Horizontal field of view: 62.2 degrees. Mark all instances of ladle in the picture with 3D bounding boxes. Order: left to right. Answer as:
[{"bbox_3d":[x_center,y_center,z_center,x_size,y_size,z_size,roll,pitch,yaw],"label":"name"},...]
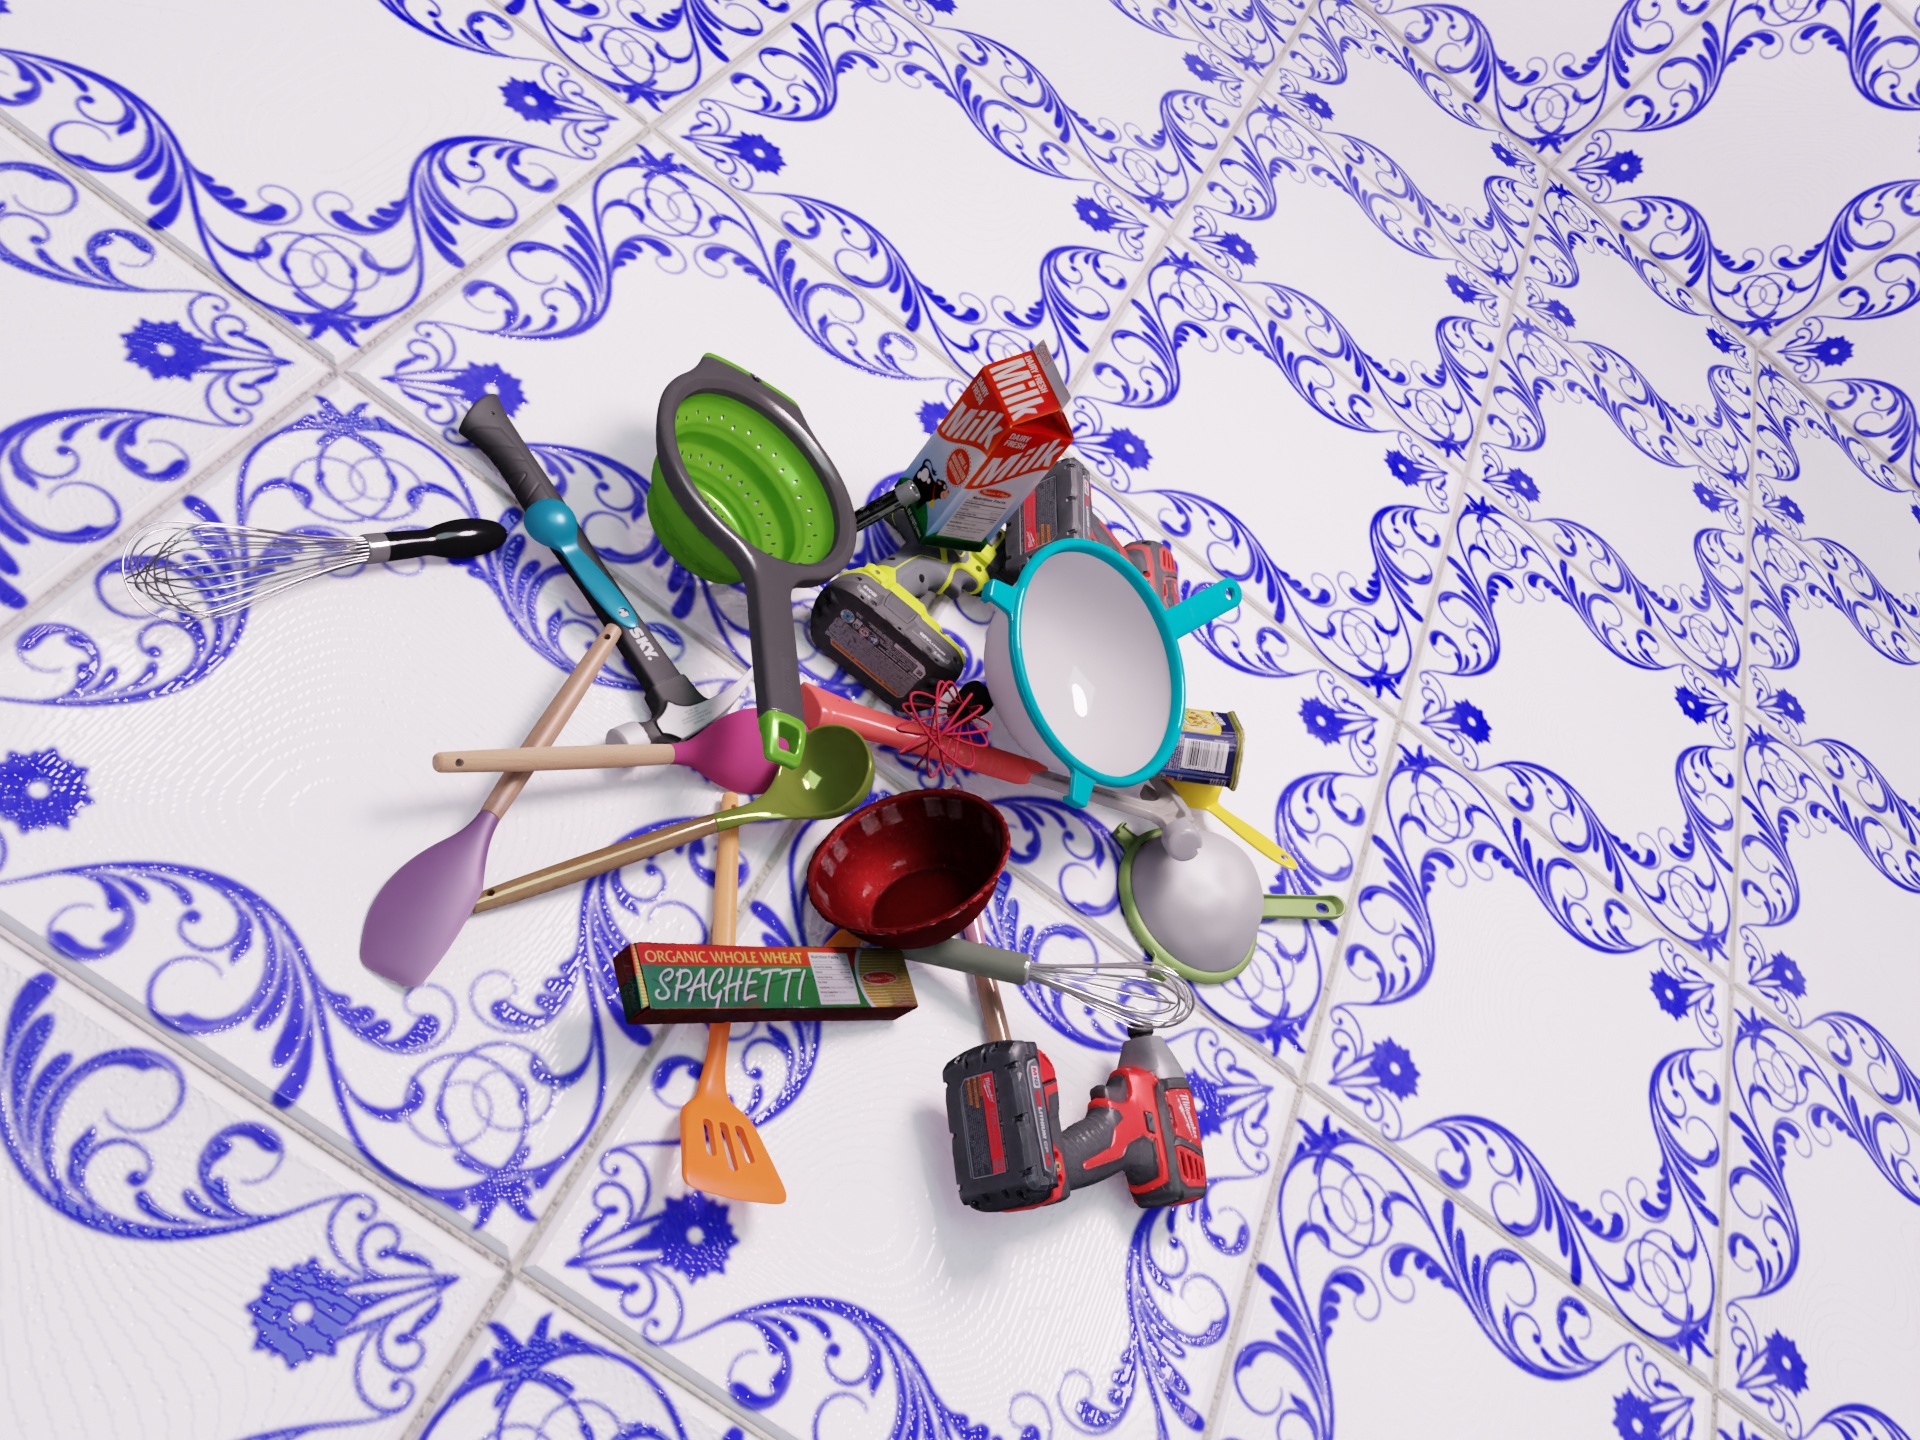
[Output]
[{"bbox_3d":[-0.203,0.075,1.160,0.320,0.062,0.078,-18,50,-32],"label":"ladle"}]

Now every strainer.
[{"bbox_3d":[0.128,-0.060,1.383,0.340,0.095,0.211,-28,97,-46],"label":"strainer"},{"bbox_3d":[0.264,0.156,1.432,0.256,0.069,0.152,5,58,-30],"label":"strainer"}]

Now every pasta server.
[{"bbox_3d":[0.020,0.202,1.256,0.060,0.040,0.316,-10,65,-8],"label":"pasta server"}]

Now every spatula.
[{"bbox_3d":[-0.321,0.047,1.120,0.060,0.018,0.316,28,55,-2],"label":"spatula"},{"bbox_3d":[-0.165,0.188,1.137,0.081,0.041,0.323,23,48,-33],"label":"spatula"}]

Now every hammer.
[{"bbox_3d":[-0.294,-0.124,1.265,0.146,0.035,0.335,-26,77,-42],"label":"hammer"},{"bbox_3d":[0.029,0.033,1.357,0.359,0.036,0.149,17,16,-15],"label":"hammer"}]

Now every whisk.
[{"bbox_3d":[-0.452,-0.121,1.142,0.284,0.070,0.070,-16,70,-45],"label":"whisk"},{"bbox_3d":[-0.002,-0.004,1.271,0.073,0.073,0.296,46,11,0],"label":"whisk"},{"bbox_3d":[0.059,0.195,1.229,0.246,0.059,0.058,12,31,5],"label":"whisk"}]

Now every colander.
[{"bbox_3d":[-0.180,-0.114,1.272,0.204,0.094,0.398,24,43,-40],"label":"colander"}]

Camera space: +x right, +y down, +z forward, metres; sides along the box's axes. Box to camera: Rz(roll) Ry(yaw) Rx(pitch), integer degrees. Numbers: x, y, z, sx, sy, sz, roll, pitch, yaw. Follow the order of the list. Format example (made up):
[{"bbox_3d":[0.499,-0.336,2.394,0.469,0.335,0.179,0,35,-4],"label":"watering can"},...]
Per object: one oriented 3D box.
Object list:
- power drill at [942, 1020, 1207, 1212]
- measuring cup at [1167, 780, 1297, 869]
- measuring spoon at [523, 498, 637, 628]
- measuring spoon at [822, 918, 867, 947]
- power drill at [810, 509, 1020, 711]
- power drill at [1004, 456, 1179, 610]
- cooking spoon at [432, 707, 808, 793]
[{"bbox_3d":[0.095,0.296,1.198,0.219,0.078,0.143,11,62,-42],"label":"power drill"},{"bbox_3d":[0.252,0.081,1.463,0.062,0.029,0.157,-21,49,-41],"label":"measuring cup"},{"bbox_3d":[-0.288,-0.124,1.229,0.128,0.021,0.042,50,48,7],"label":"measuring spoon"},{"bbox_3d":[-0.103,0.185,1.201,0.021,0.011,0.117,45,45,0],"label":"measuring spoon"},{"bbox_3d":[-0.023,-0.114,1.418,0.171,0.080,0.223,39,43,-4],"label":"power drill"},{"bbox_3d":[0.136,-0.120,1.494,0.226,0.080,0.188,34,46,-44],"label":"power drill"},{"bbox_3d":[-0.236,0.026,1.174,0.318,0.017,0.069,-1,95,-43],"label":"cooking spoon"}]
